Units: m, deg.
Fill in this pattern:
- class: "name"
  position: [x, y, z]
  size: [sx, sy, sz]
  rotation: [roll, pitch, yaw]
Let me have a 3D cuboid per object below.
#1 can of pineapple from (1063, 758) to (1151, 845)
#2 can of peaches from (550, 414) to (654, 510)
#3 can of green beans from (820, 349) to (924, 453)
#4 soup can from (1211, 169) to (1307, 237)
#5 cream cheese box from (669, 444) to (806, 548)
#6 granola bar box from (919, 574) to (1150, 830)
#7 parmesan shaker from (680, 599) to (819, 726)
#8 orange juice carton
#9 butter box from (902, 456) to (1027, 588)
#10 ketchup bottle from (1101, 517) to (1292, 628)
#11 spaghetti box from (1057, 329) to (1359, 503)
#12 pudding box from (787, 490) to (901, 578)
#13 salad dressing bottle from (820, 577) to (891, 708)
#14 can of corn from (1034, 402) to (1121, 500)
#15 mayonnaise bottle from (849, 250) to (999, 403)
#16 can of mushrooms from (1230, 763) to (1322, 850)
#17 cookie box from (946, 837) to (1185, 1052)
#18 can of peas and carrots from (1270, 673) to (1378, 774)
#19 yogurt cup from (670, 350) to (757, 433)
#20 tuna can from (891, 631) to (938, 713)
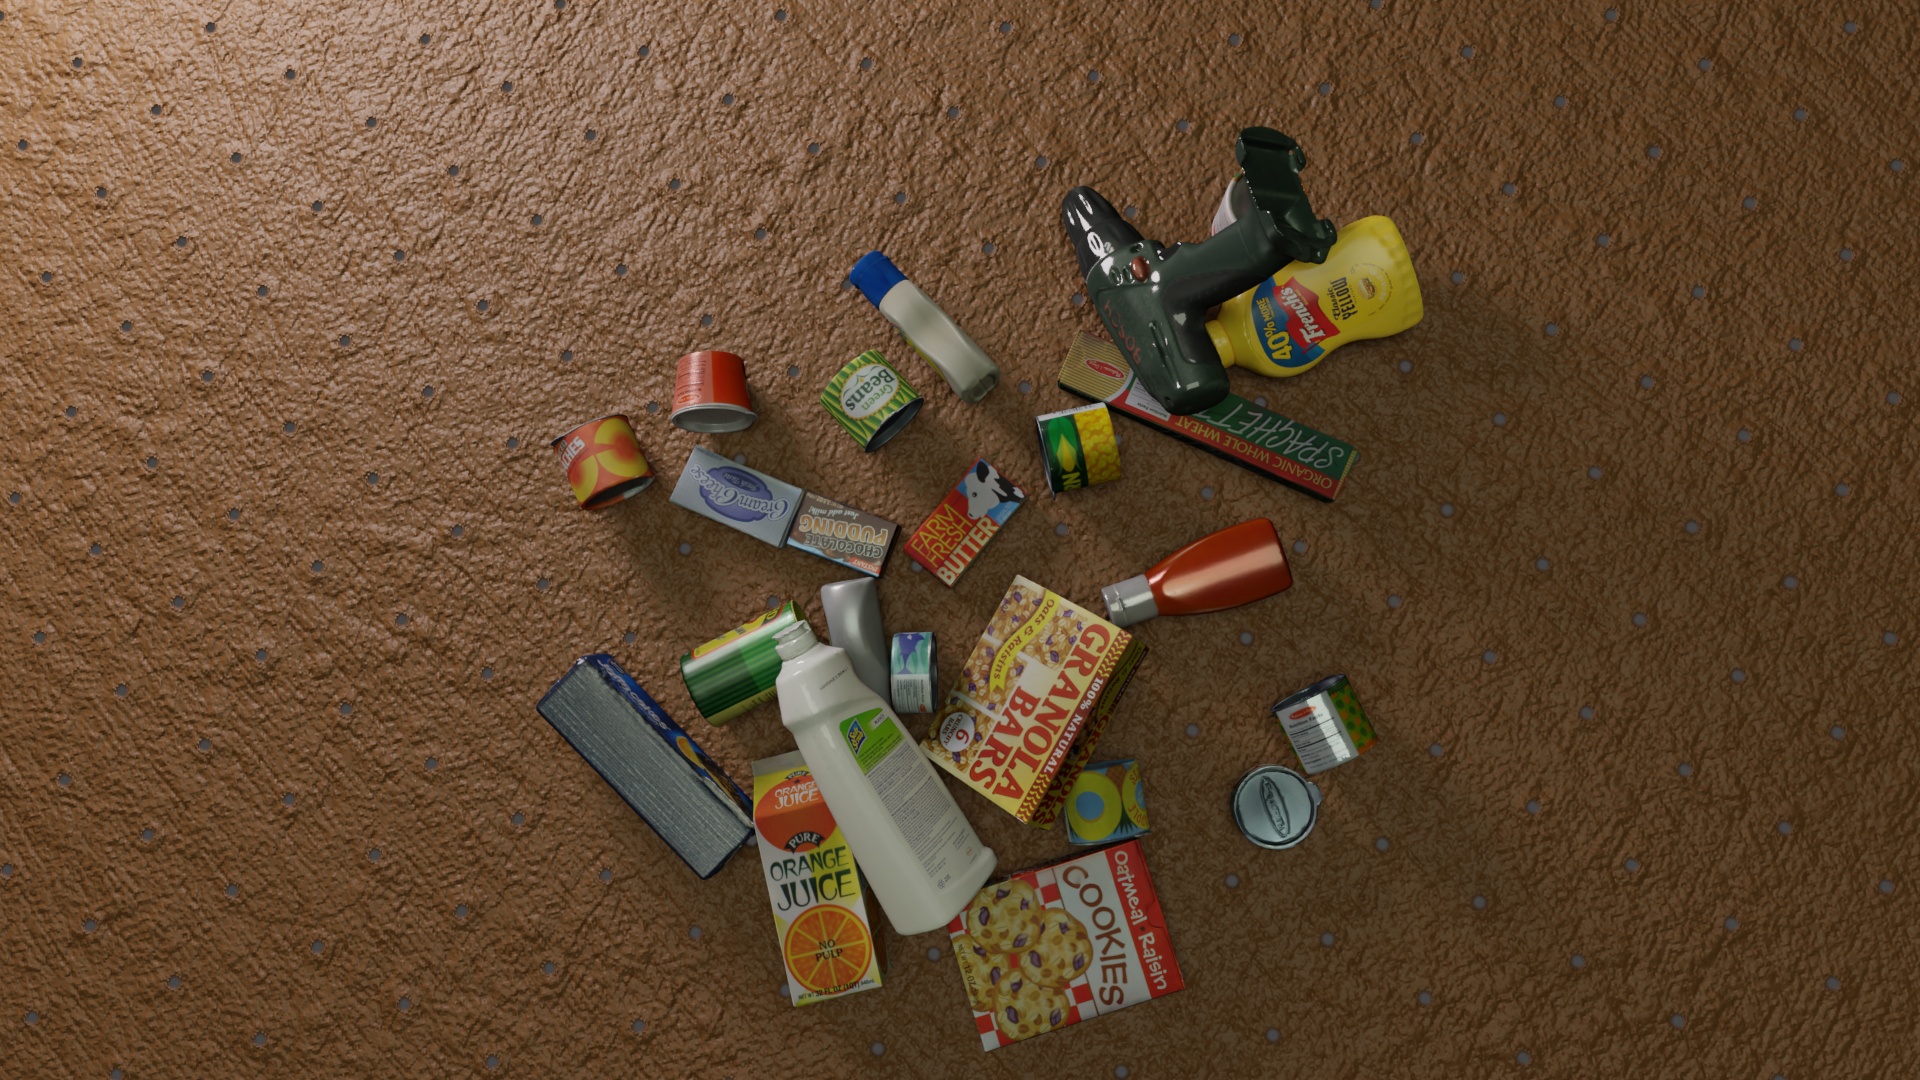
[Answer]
- class: "can of pineapple"
  position: [0.115, 0.208, 1.107]
  size: [0.071, 0.071, 0.058]
  rotation: [-10, 84, 2]
- class: "can of peaches"
  position: [-0.298, -0.064, 1.153]
  size: [0.071, 0.071, 0.058]
  rotation: [-26, 85, 0]
- class: "can of green beans"
  position: [-0.074, -0.115, 1.149]
  size: [0.071, 0.071, 0.058]
  rotation: [-43, 84, -1]
- class: "soup can"
  position: [0.247, -0.266, 1.139]
  size: [0.071, 0.083, 0.071]
  rotation: [0, 84, 2]
- class: "cream cheese box"
  position: [-0.186, -0.037, 1.167]
  size: [0.104, 0.024, 0.053]
  rotation: [23, 86, 5]
- class: "granola bar box"
  position: [0.057, 0.127, 1.104]
  size: [0.124, 0.039, 0.165]
  rotation: [27, 86, 37]
- class: "parmesan shaker"
  position: [-0.168, 0.100, 1.129]
  size: [0.103, 0.071, 0.071]
  rotation: [-26, 84, 0]
- class: "orange juice carton"
  position: [-0.114, 0.263, 1.110]
  size: [0.072, 0.073, 0.193]
  rotation: [-14, 83, 2]
- class: "butter box"
  position: [0.004, -0.014, 1.156]
  size: [0.053, 0.024, 0.103]
  rotation: [40, 88, 5]
- class: "ketchup bottle"
  position: [0.191, 0.033, 1.133]
  size: [0.149, 0.043, 0.065]
  rotation: [-19, 83, 1]
- class: "spaghetti box"
  position: [0.203, -0.102, 1.153]
  size: [0.250, 0.028, 0.050]
  rotation: [24, 86, 5]
- class: "pudding box"
  position: [-0.097, -0.004, 1.157]
  size: [0.084, 0.030, 0.049]
  rotation: [21, 87, 5]
- class: "salad dressing bottle"
  position: [-0.080, 0.106, 1.132]
  size: [0.044, 0.064, 0.147]
  rotation: [-9, 92, 10]
- class: "can of corn"
  position: [0.097, -0.073, 1.136]
  size: [0.058, 0.071, 0.071]
  rotation: [-12, 84, 1]
- class: "mayonnaise bottle"
  position: [-0.031, -0.179, 1.157]
  size: [0.041, 0.064, 0.148]
  rotation: [-44, 80, 2]
- class: "can of mushrooms"
  position: [0.253, 0.213, 1.117]
  size: [0.071, 0.033, 0.071]
  rotation: [0, 84, 3]
- class: "cookie box"
  position: [0.081, 0.321, 1.111]
  size: [0.167, 0.040, 0.123]
  rotation: [-18, 84, 1]
- class: "can of peas and carrots"
  position: [0.291, 0.146, 1.107]
  size: [0.071, 0.071, 0.059]
  rotation: [-26, 85, 0]
- class: "yogurt cup"
  position: [-0.207, -0.124, 1.159]
  size: [0.072, 0.072, 0.054]
  rotation: [-4, 77, 2]
- class: "tuna can"
  position: [-0.037, 0.105, 1.127]
  size: [0.033, 0.071, 0.071]
  rotation: [-2, 85, 4]
